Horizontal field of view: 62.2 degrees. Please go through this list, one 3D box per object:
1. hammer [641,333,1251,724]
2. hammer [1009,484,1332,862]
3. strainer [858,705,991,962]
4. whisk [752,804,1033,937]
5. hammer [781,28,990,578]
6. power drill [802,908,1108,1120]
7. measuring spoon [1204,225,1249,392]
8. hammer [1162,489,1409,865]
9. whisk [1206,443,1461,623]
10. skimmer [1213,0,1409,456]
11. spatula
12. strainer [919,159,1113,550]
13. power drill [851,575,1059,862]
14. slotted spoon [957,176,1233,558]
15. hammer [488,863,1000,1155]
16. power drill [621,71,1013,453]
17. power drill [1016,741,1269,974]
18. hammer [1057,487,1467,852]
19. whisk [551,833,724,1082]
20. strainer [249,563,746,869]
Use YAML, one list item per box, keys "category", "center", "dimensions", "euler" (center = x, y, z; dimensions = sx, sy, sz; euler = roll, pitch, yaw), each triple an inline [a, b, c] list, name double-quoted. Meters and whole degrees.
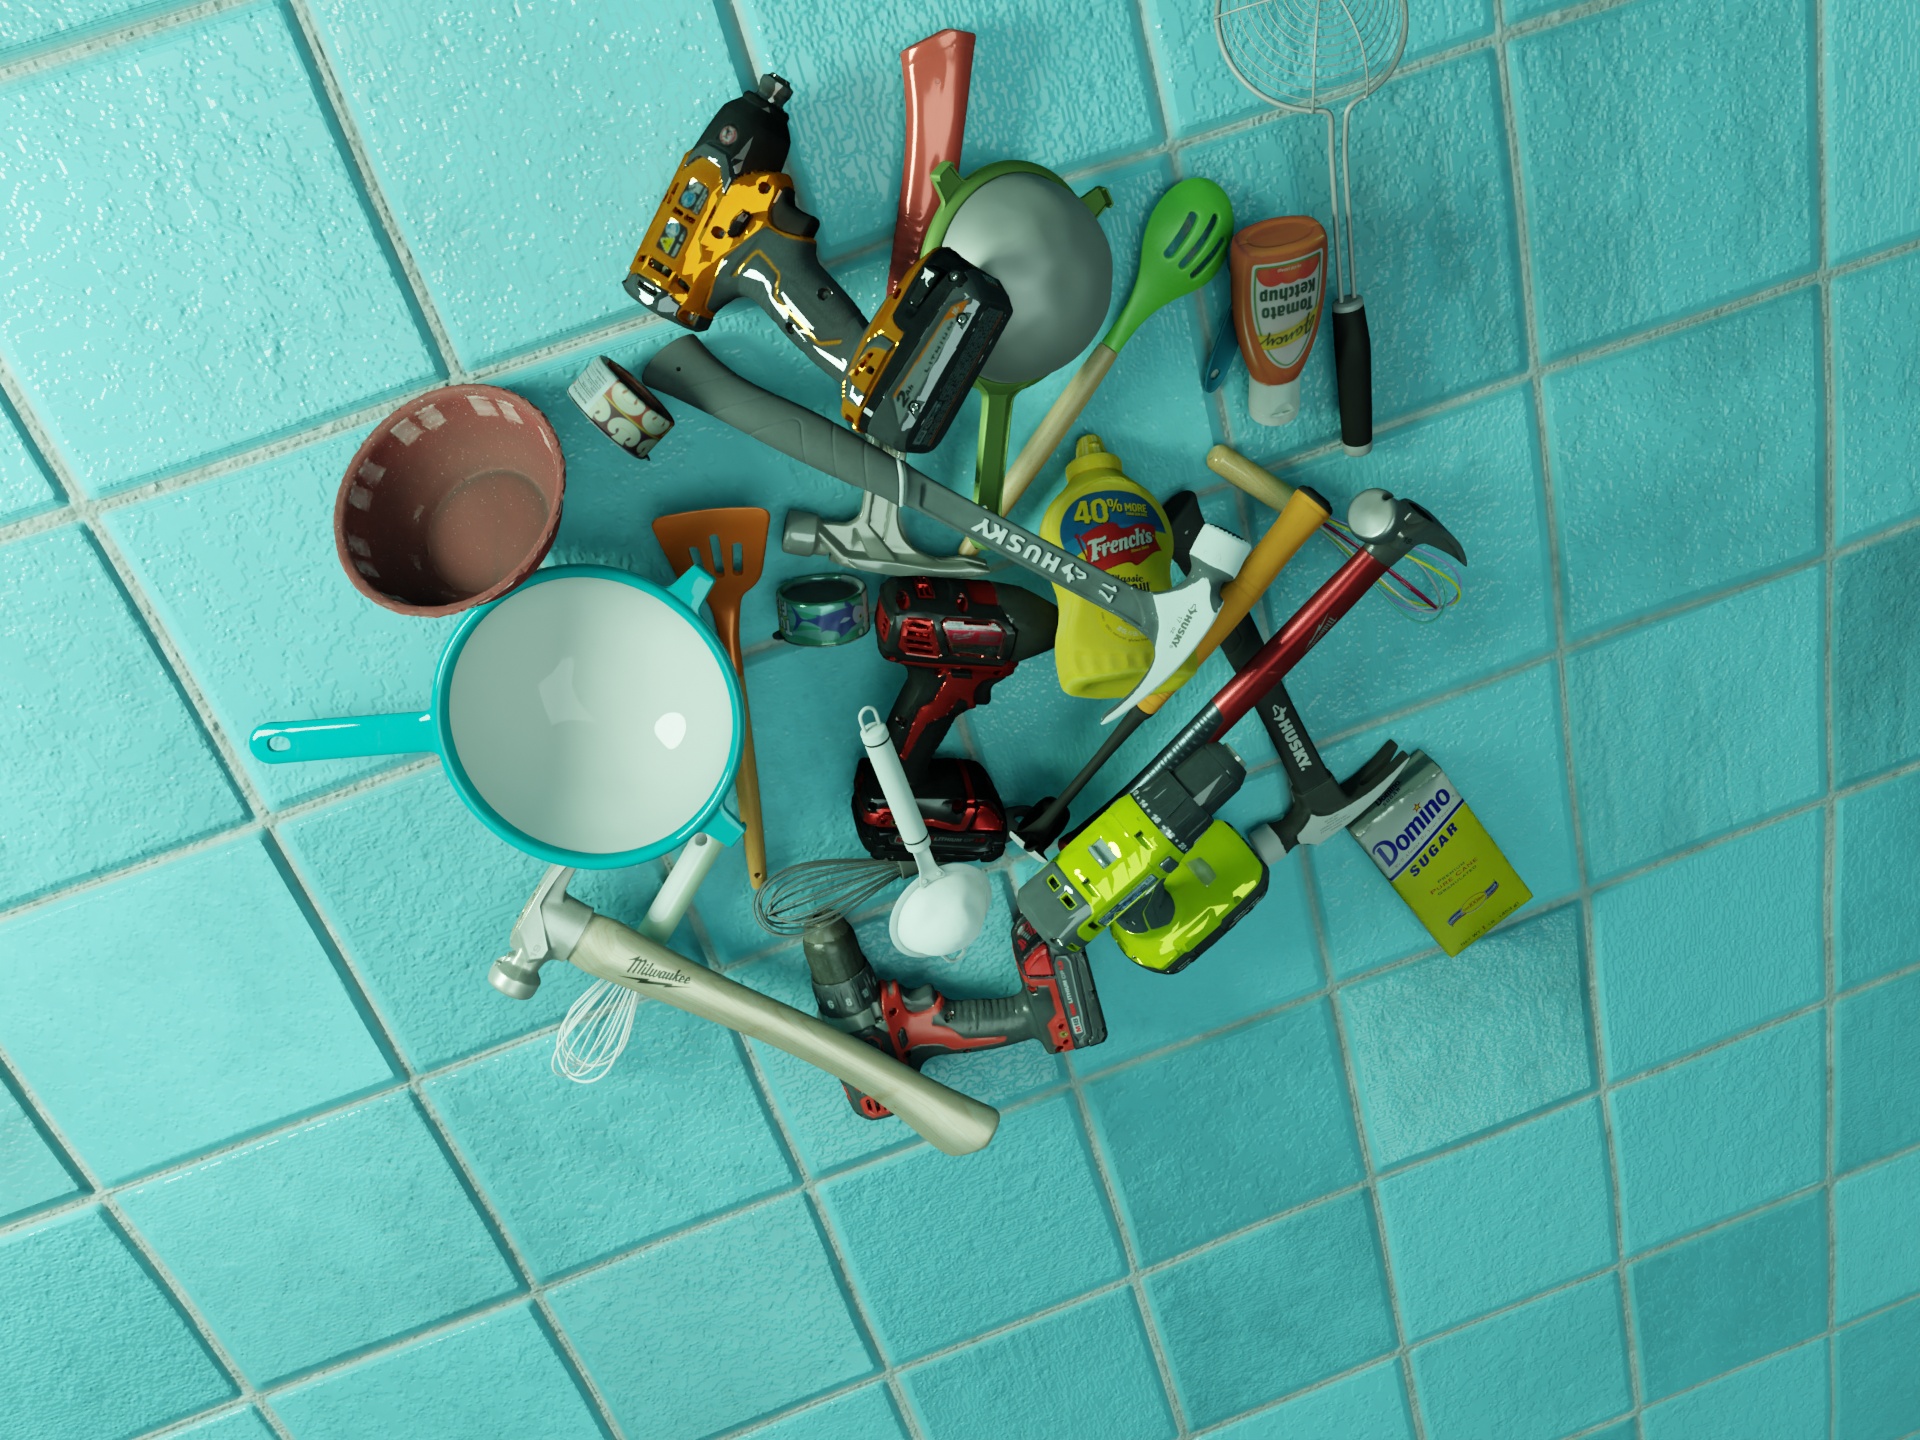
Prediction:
- category: "hammer"
  center: [-0.024, -0.143, 1.048]
  dimensions: [0.409, 0.036, 0.149]
  euler: [27, 100, 2]
- category: "hammer"
  center: [0.154, -0.034, 1.170]
  dimensions: [0.034, 0.127, 0.337]
  euler: [40, 100, 3]
- category: "strainer"
  center: [-0.030, 0.095, 1.157]
  dimensions: [0.087, 0.050, 0.258]
  euler: [-29, 123, -13]
- category: "whisk"
  center: [-0.049, 0.111, 1.248]
  dimensions: [0.239, 0.055, 0.055]
  euler: [-19, 118, -13]
- category: "hammer"
  center: [-0.025, -0.271, 1.071]
  dimensions: [0.149, 0.037, 0.359]
  euler: [7, 113, -9]
- category: "power drill"
  center: [-0.010, 0.214, 1.293]
  dimensions: [0.226, 0.080, 0.187]
  euler: [-17, 113, -2]
- category: "measuring spoon"
  center: [0.191, -0.293, 1.127]
  dimensions: [0.042, 0.021, 0.128]
  euler: [-12, 136, -29]
- category: "hammer"
  center: [0.240, -0.040, 1.257]
  dimensions: [0.146, 0.035, 0.334]
  euler: [-31, 118, 2]
- category: "whisk"
  center: [0.286, -0.142, 1.219]
  dimensions: [0.244, 0.047, 0.051]
  euler: [27, 94, -20]
- category: "skimmer"
  center: [0.256, -0.359, 1.112]
  dimensions: [0.127, 0.090, 0.362]
  euler: [-17, 128, -2]
- category: "spatula"
  center: [-0.164, -0.009, 1.165]
  dimensions: [0.081, 0.041, 0.322]
  euler: [-6, 117, -5]
- category: "strainer"
  center: [0.044, -0.235, 1.051]
  dimensions: [0.151, 0.069, 0.256]
  euler: [-6, 109, -38]
- category: "power drill"
  center: [-0.002, -0.004, 1.168]
  dimensions: [0.143, 0.079, 0.219]
  euler: [2, 124, -15]
- category: "slotted spoon"
  center: [0.092, -0.241, 1.128]
  dimensions: [0.070, 0.031, 0.313]
  euler: [26, 108, -33]
- category: "hammer"
  center: [-0.142, 0.224, 1.224]
  dimensions: [0.410, 0.038, 0.146]
  euler: [29, 96, -17]
- category: "power drill"
  center: [-0.085, -0.284, 0.985]
  dimensions: [0.226, 0.084, 0.164]
  euler: [34, 106, 11]
- category: "power drill"
  center: [0.159, 0.110, 1.218]
  dimensions: [0.190, 0.080, 0.228]
  euler: [-42, 152, 6]
- category: "hammer"
  center: [0.217, -0.014, 1.209]
  dimensions: [0.143, 0.038, 0.386]
  euler: [11, 128, -50]
- category: "whisk"
  center: [-0.247, 0.179, 1.232]
  dimensions: [0.059, 0.058, 0.246]
  euler: [14, 110, -57]
- category: "strainer"
  center: [-0.312, -0.005, 1.107]
  dimensions: [0.340, 0.095, 0.211]
  euler: [-4, 104, 4]
